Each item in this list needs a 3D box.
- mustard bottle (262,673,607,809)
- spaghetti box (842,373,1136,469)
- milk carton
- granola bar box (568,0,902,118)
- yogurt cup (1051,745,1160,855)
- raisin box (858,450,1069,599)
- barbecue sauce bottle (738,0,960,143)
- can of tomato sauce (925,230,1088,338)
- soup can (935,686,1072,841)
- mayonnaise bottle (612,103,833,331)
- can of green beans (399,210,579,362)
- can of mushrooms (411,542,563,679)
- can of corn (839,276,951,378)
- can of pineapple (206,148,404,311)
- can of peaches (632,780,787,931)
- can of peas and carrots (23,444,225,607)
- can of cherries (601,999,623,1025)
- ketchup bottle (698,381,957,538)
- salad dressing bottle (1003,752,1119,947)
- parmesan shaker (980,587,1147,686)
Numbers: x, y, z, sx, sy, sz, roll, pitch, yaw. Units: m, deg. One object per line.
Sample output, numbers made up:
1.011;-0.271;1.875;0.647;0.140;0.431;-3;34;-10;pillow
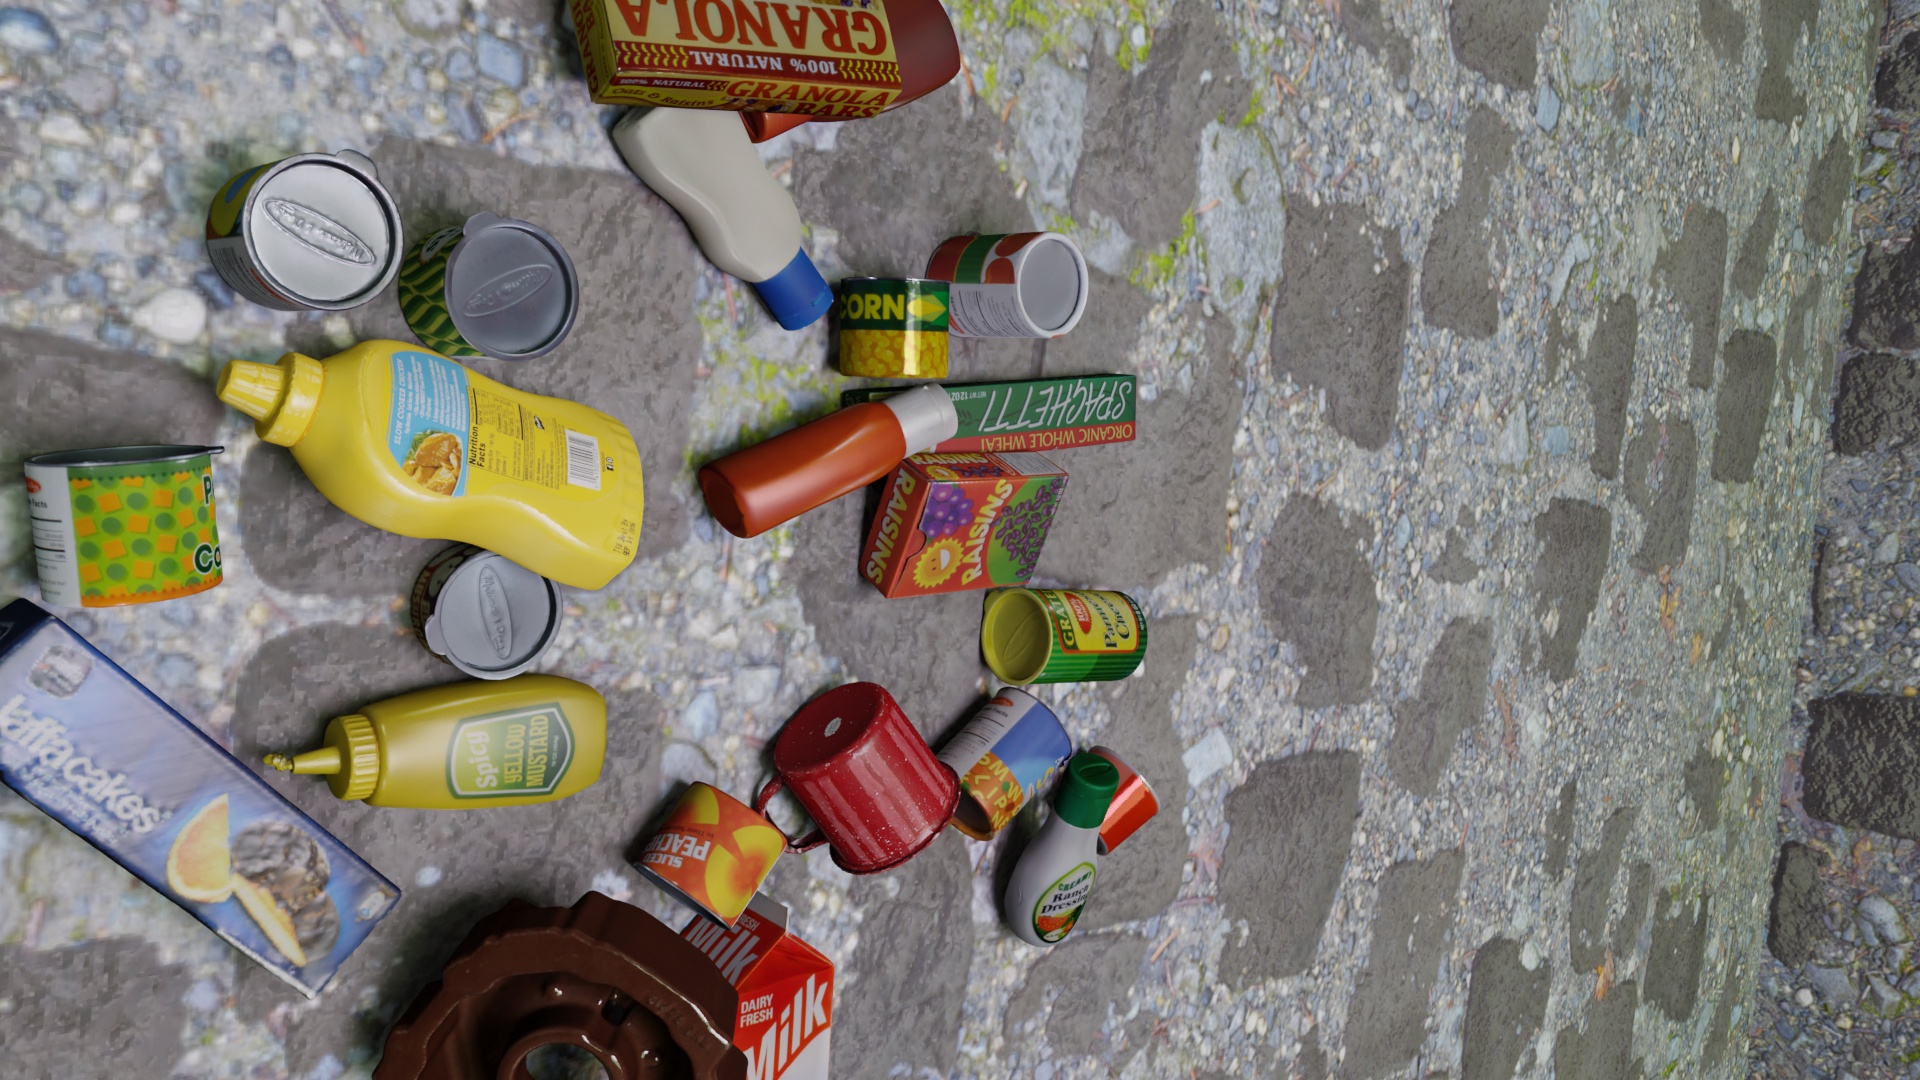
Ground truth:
-0.254;0.102;0.679;0.160;0.049;0.065;-2;99;-43;mustard bottle
0.028;-0.082;0.928;0.251;0.028;0.050;-10;103;-41;spaghetti box
-0.125;0.295;0.811;0.073;0.072;0.190;-2;98;-43;milk carton
-0.119;-0.287;0.720;0.166;0.039;0.124;-9;83;-35;granola bar box
0.104;0.192;1.014;0.054;0.072;0.072;-42;123;-21;yogurt cup
0.003;-0.011;0.889;0.124;0.040;0.085;-4;124;-42;raisin box
-0.068;-0.272;0.803;0.149;0.043;0.064;-36;109;-33;barbecue sauce bottle
0.030;-0.163;0.881;0.071;0.083;0.071;-8;102;-42;can of tomato sauce
0.025;0.152;0.932;0.084;0.071;0.071;-42;122;-30;soup can
-0.124;-0.182;0.766;0.065;0.041;0.147;-53;128;-25;mayonnaise bottle
-0.227;-0.119;0.667;0.071;0.058;0.071;-8;101;-42;can of green beans
-0.239;0.035;0.695;0.071;0.033;0.071;-8;102;-42;can of mushrooms
-0.041;-0.127;0.832;0.071;0.071;0.058;-5;100;-42;can of corn
-0.287;-0.135;0.610;0.071;0.058;0.071;-8;102;-42;can of pineapple
-0.141;0.176;0.782;0.058;0.071;0.071;-55;128;-22;can of peaches
-0.340;-0.008;0.572;0.071;0.071;0.058;-9;103;-42;can of peas and carrots
-0.181;0.246;0.760;0.072;0.058;0.071;-8;102;-42;can of cherries
-0.072;-0.050;0.799;0.149;0.065;0.043;-26;117;-25;ketchup bottle
0.072;0.214;0.962;0.064;0.044;0.147;-7;126;-35;salad dressing bottle
0.073;0.064;0.967;0.103;0.071;0.071;3;94;-44;parmesan shaker
